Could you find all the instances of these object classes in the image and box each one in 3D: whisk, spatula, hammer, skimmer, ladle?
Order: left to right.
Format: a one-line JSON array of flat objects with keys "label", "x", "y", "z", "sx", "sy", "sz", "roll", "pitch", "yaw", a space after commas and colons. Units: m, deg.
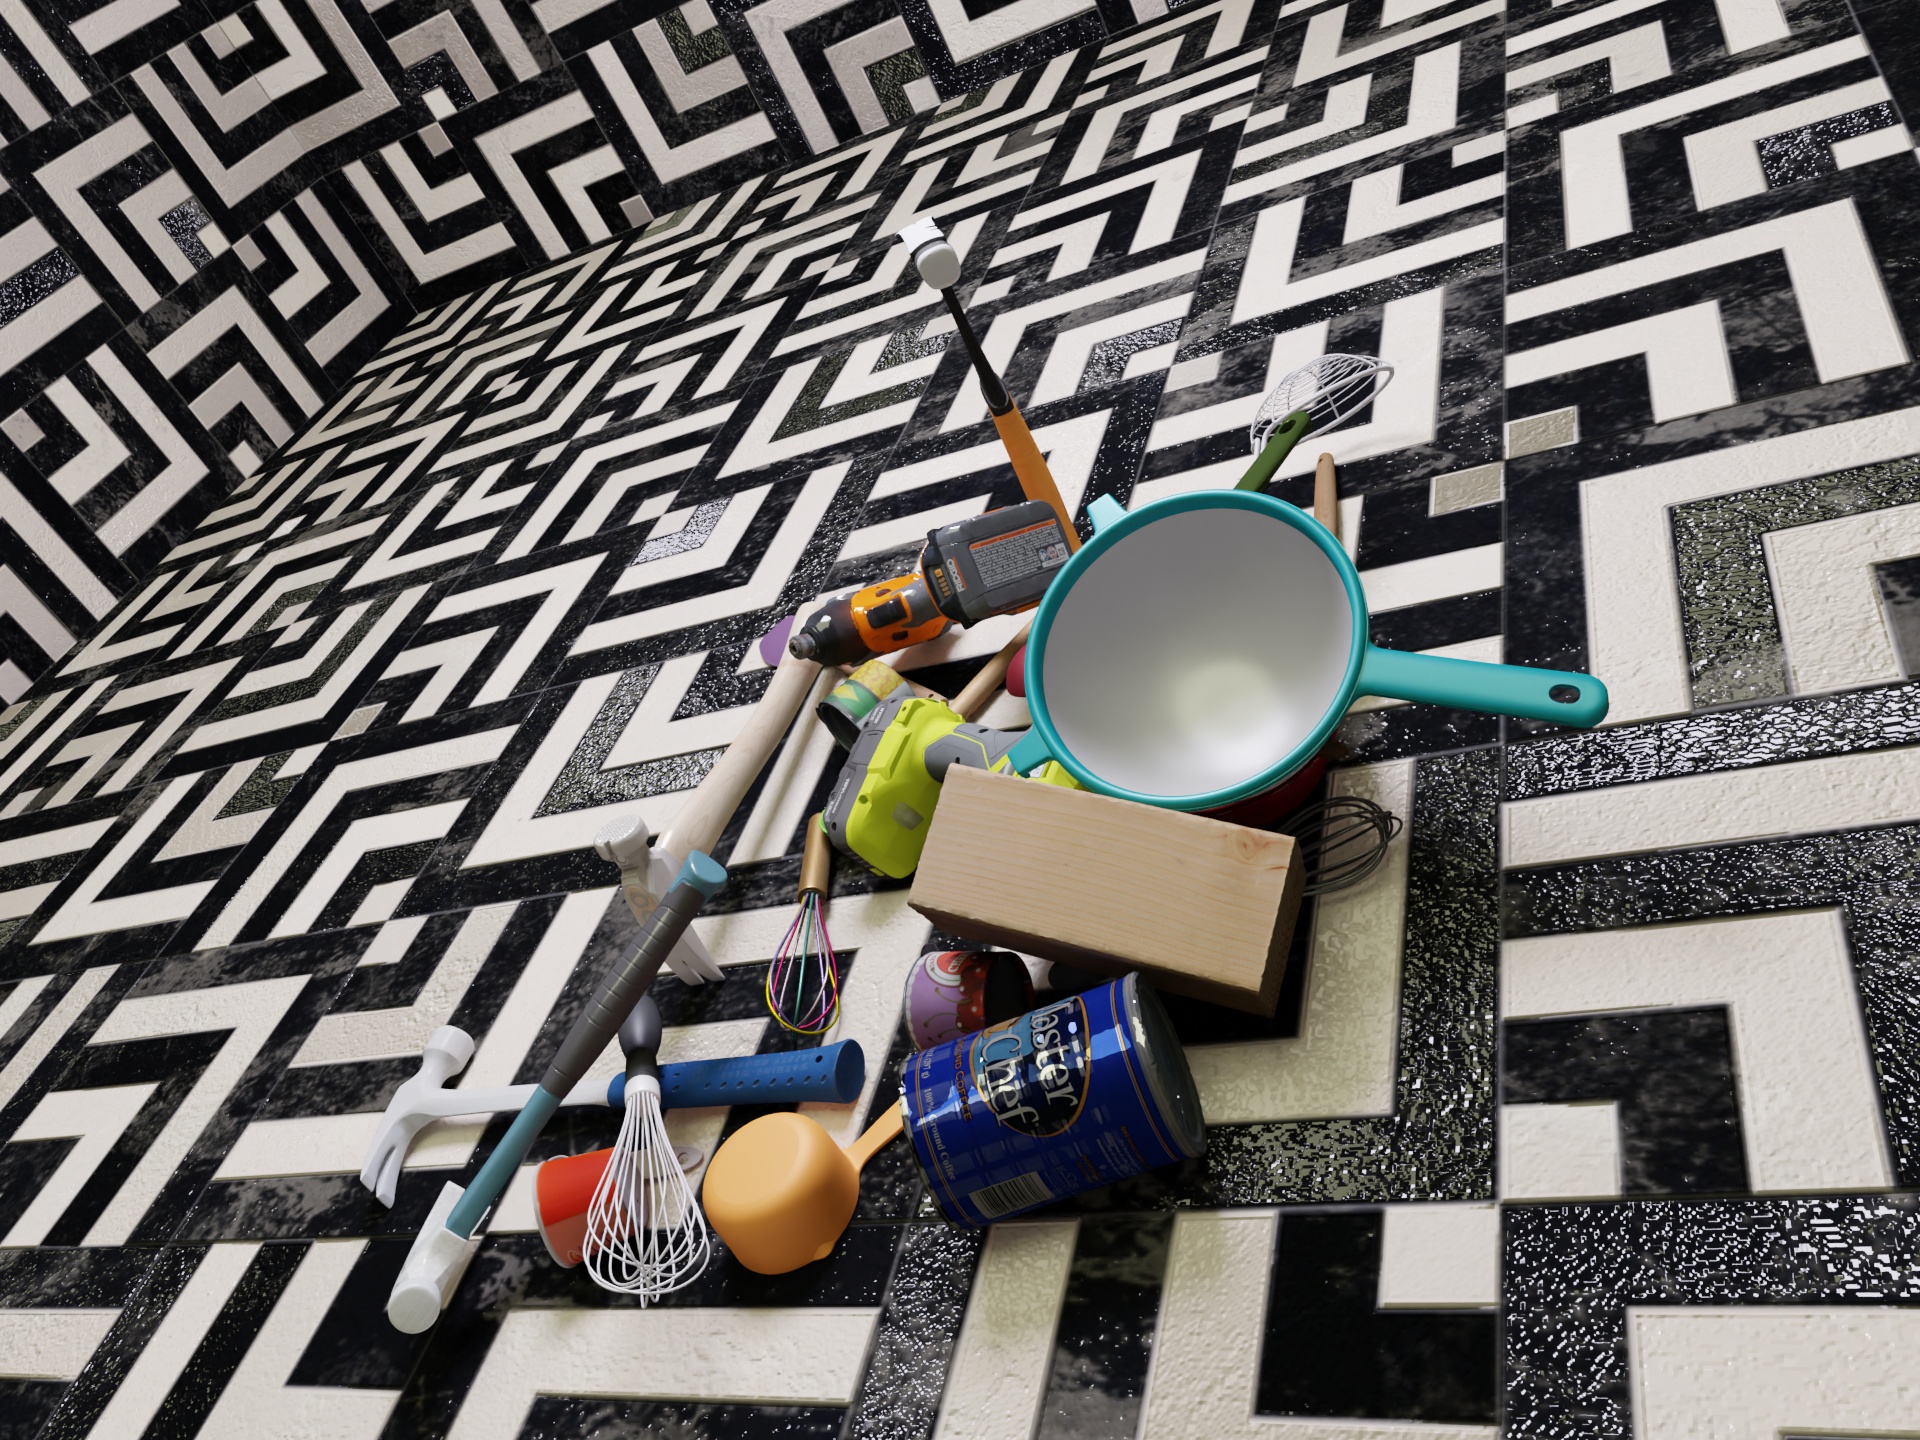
[{"label": "hammer", "x": -0.254, "y": 0.227, "z": 1.024, "sx": 0.331, "sy": 0.033, "sz": 0.128, "roll": -56, "pitch": 10, "yaw": -11}, {"label": "hammer", "x": -0.248, "y": 0.262, "z": 1.101, "sx": 0.405, "sy": 0.035, "sz": 0.144, "roll": -11, "pitch": 36, "yaw": 27}, {"label": "whisk", "x": -0.196, "y": 0.254, "z": 0.989, "sx": 0.070, "sy": 0.070, "sz": 0.285, "roll": -29, "pitch": 26, "yaw": 2}, {"label": "hammer", "x": -0.167, "y": 0.032, "z": 1.295, "sx": 0.038, "sy": 0.146, "sz": 0.411, "roll": -12, "pitch": 29, "yaw": 25}, {"label": "whisk", "x": -0.106, "y": 0.145, "z": 1.154, "sx": 0.047, "sy": 0.051, "sz": 0.245, "roll": -3, "pitch": 31, "yaw": 2}, {"label": "spatula", "x": -0.101, "y": -0.049, "z": 1.433, "sx": 0.060, "sy": 0.018, "sz": 0.316, "roll": -45, "pitch": 34, "yaw": -15}, {"label": "hammer", "x": 0.036, "y": -0.248, "z": 1.300, "sx": 0.034, "sy": 0.336, "sz": 0.127, "roll": -26, "pitch": 30, "yaw": 4}, {"label": "ladle", "x": 0.136, "y": -0.016, "z": 1.087, "sx": 0.069, "sy": 0.031, "sz": 0.316, "roll": -46, "pitch": 36, "yaw": -19}, {"label": "whisk", "x": 0.160, "y": 0.111, "z": 0.978, "sx": 0.239, "sy": 0.055, "sz": 0.055, "roll": -28, "pitch": 32, "yaw": 11}, {"label": "skimmer", "x": 0.245, "y": -0.143, "z": 1.239, "sx": 0.363, "sy": 0.090, "sz": 0.127, "roll": -67, "pitch": 9, "yaw": -24}, {"label": "spatula", "x": 0.275, "y": -0.132, "z": 1.224, "sx": 0.082, "sy": 0.044, "sz": 0.318, "roll": -41, "pitch": 20, "yaw": 35}]

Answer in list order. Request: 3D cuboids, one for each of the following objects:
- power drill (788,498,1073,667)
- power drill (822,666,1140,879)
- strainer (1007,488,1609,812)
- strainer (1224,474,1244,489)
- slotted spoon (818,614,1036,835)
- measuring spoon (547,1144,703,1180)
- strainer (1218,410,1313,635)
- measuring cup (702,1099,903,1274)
[{"label": "power drill", "x": -0.032, "y": -0.100, "z": 1.301, "sx": 0.164, "sy": 0.084, "sz": 0.226, "roll": -22, "pitch": 1, "yaw": -38}, {"label": "power drill", "x": 0.009, "y": 0.058, "z": 1.097, "sx": 0.228, "sy": 0.080, "sz": 0.191, "roll": -1, "pitch": 58, "yaw": 50}, {"label": "strainer", "x": 0.208, "y": -0.020, "z": 0.950, "sx": 0.340, "sy": 0.095, "sz": 0.211, "roll": 10, "pitch": 72, "yaw": 28}, {"label": "strainer", "x": 0.171, "y": -0.140, "z": 1.324, "sx": 0.258, "sy": 0.050, "sz": 0.087, "roll": -38, "pitch": 38, "yaw": -23}, {"label": "slotted spoon", "x": -0.002, "y": -0.004, "z": 1.284, "sx": 0.070, "sy": 0.031, "sz": 0.314, "roll": 13, "pitch": 49, "yaw": 41}, {"label": "measuring spoon", "x": -0.224, "y": 0.300, "z": 1.052, "sx": 0.124, "sy": 0.018, "sz": 0.034, "roll": -13, "pitch": 53, "yaw": 13}, {"label": "strainer", "x": 0.205, "y": -0.126, "z": 1.162, "sx": 0.151, "sy": 0.069, "sz": 0.256, "roll": 1, "pitch": 44, "yaw": 47}, {"label": "measuring cup", "x": -0.079, "y": 0.252, "z": 0.960, "sx": 0.173, "sy": 0.052, "sz": 0.095, "roll": -40, "pitch": 33, "yaw": -12}]
